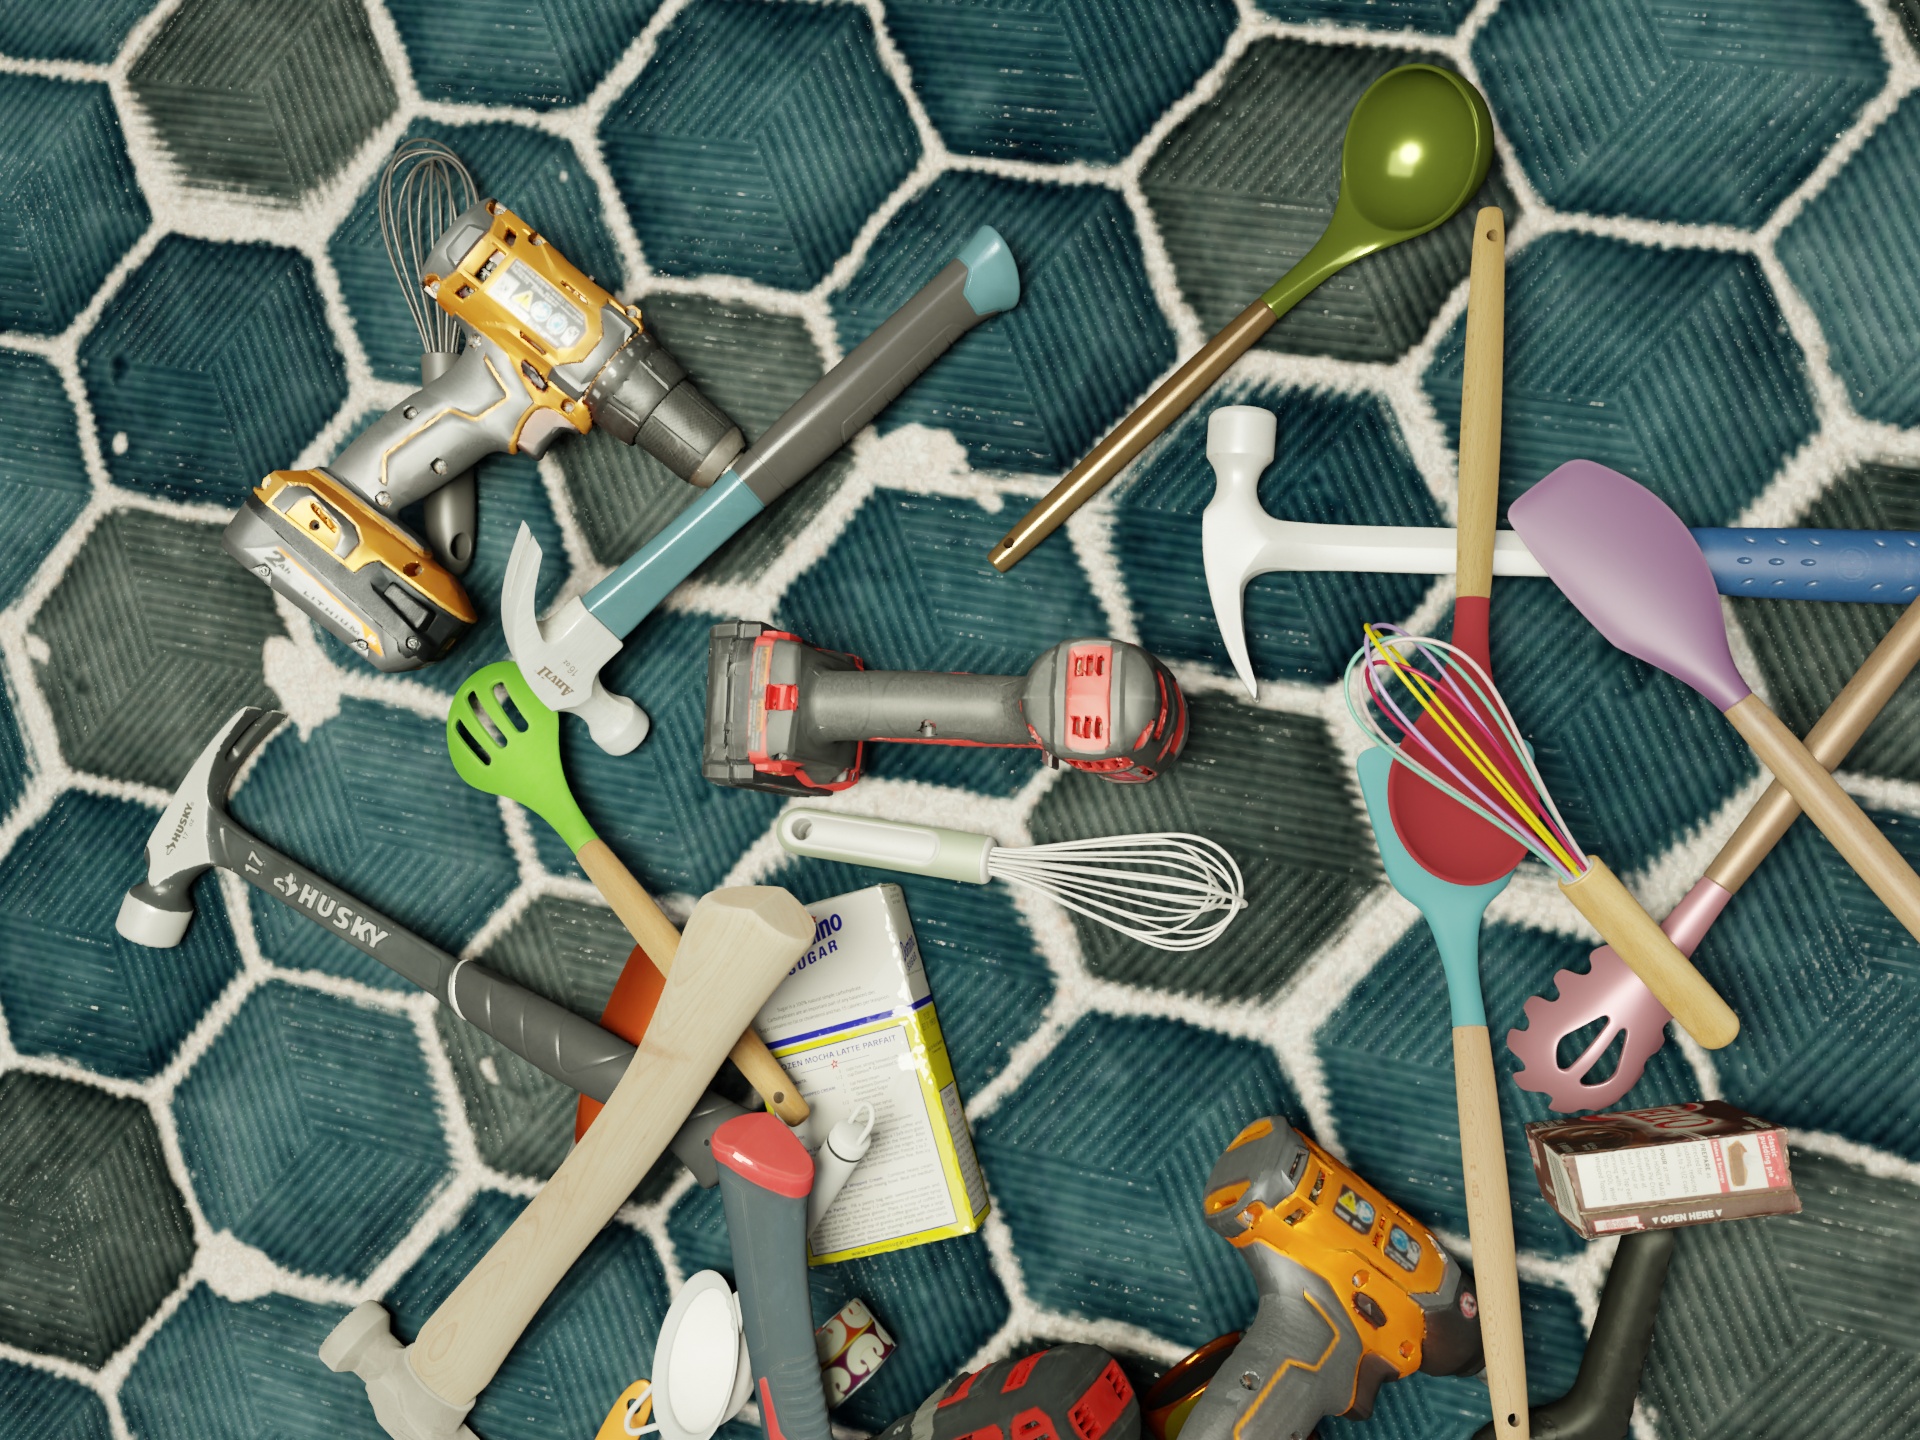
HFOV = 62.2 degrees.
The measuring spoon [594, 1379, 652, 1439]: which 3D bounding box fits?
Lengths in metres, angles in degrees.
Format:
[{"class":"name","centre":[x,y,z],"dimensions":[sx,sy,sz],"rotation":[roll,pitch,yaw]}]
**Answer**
[{"class":"measuring spoon","centre":[-0.194,0.402,0.845],"dimensions":[0.021,0.011,0.117],"rotation":[29,94,11]}]

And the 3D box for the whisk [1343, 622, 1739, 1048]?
[{"class":"whisk","centre":[0.253,0.052,0.689],"dimensions":[0.051,0.047,0.245],"rotation":[-43,94,-10]}]

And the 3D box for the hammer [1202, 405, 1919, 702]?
[{"class":"hammer","centre":[0.317,-0.071,0.748],"dimensions":[0.405,0.035,0.144],"rotation":[3,88,12]}]

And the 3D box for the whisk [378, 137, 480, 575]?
[{"class":"whisk","centre":[-0.287,-0.199,0.874],"dimensions":[0.055,0.055,0.239],"rotation":[-3,91,12]}]

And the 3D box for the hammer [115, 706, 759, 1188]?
[{"class":"hammer","centre":[-0.271,0.127,0.834],"dimensions":[0.409,0.036,0.149],"rotation":[24,92,20]}]

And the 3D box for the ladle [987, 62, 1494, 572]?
[{"class":"ladle","centre":[0.128,-0.189,0.783],"dimensions":[0.320,0.062,0.078],"rotation":[-43,62,10]}]

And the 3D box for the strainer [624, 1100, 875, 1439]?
[{"class":"strainer","centre":[-0.097,0.276,0.783],"dimensions":[0.258,0.050,0.087],"rotation":[-60,33,27]}]

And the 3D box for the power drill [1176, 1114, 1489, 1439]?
[{"class":"power drill","centre":[0.155,0.309,0.692],"dimensions":[0.164,0.084,0.227],"rotation":[37,53,-4]}]

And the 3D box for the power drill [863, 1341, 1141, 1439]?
[{"class":"power drill","centre":[0.047,0.415,0.748],"dimensions":[0.188,0.080,0.227],"rotation":[-37,82,34]}]

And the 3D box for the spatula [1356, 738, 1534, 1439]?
[{"class":"spatula","centre":[0.237,0.167,0.733],"dimensions":[0.082,0.044,0.318],"rotation":[-4,74,8]}]

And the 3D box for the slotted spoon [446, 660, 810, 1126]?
[{"class":"slotted spoon","centre":[-0.175,0.083,0.815],"dimensions":[0.070,0.031,0.314],"rotation":[-44,69,3]}]

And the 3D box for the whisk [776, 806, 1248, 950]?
[{"class":"whisk","centre":[0.021,0.071,0.798],"dimensions":[0.246,0.059,0.058],"rotation":[7,77,17]}]

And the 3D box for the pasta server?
[{"class":"pasta server","centre":[0.359,0.052,0.721],"dimensions":[0.060,0.040,0.316],"rotation":[36,98,11]}]

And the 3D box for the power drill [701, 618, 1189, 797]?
[{"class":"power drill","centre":[-0.001,-0.002,0.765],"dimensions":[0.220,0.143,0.078],"rotation":[0,84,18]}]

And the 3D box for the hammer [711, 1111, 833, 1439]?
[{"class":"hammer","centre":[-0.085,0.367,0.750],"dimensions":[0.143,0.038,0.386],"rotation":[-2,103,25]}]

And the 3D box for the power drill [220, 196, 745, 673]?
[{"class":"power drill","centre":[-0.240,-0.128,0.827],"dimensions":[0.185,0.084,0.226],"rotation":[39,87,-8]}]

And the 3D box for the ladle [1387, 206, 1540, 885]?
[{"class":"ladle","centre":[0.236,-0.082,0.733],"dimensions":[0.069,0.031,0.315],"rotation":[4,86,0]}]

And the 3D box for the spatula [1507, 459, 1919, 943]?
[{"class":"spatula","centre":[0.359,0.011,0.695],"dimensions":[0.060,0.018,0.316],"rotation":[-37,74,9]}]

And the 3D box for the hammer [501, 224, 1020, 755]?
[{"class":"hammer","centre":[-0.098,-0.128,0.814],"dimensions":[0.331,0.128,0.033],"rotation":[-42,43,0]}]

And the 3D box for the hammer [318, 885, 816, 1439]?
[{"class":"hammer","centre":[-0.178,0.238,0.768],"dimensions":[0.146,0.038,0.410],"rotation":[40,116,7]}]
